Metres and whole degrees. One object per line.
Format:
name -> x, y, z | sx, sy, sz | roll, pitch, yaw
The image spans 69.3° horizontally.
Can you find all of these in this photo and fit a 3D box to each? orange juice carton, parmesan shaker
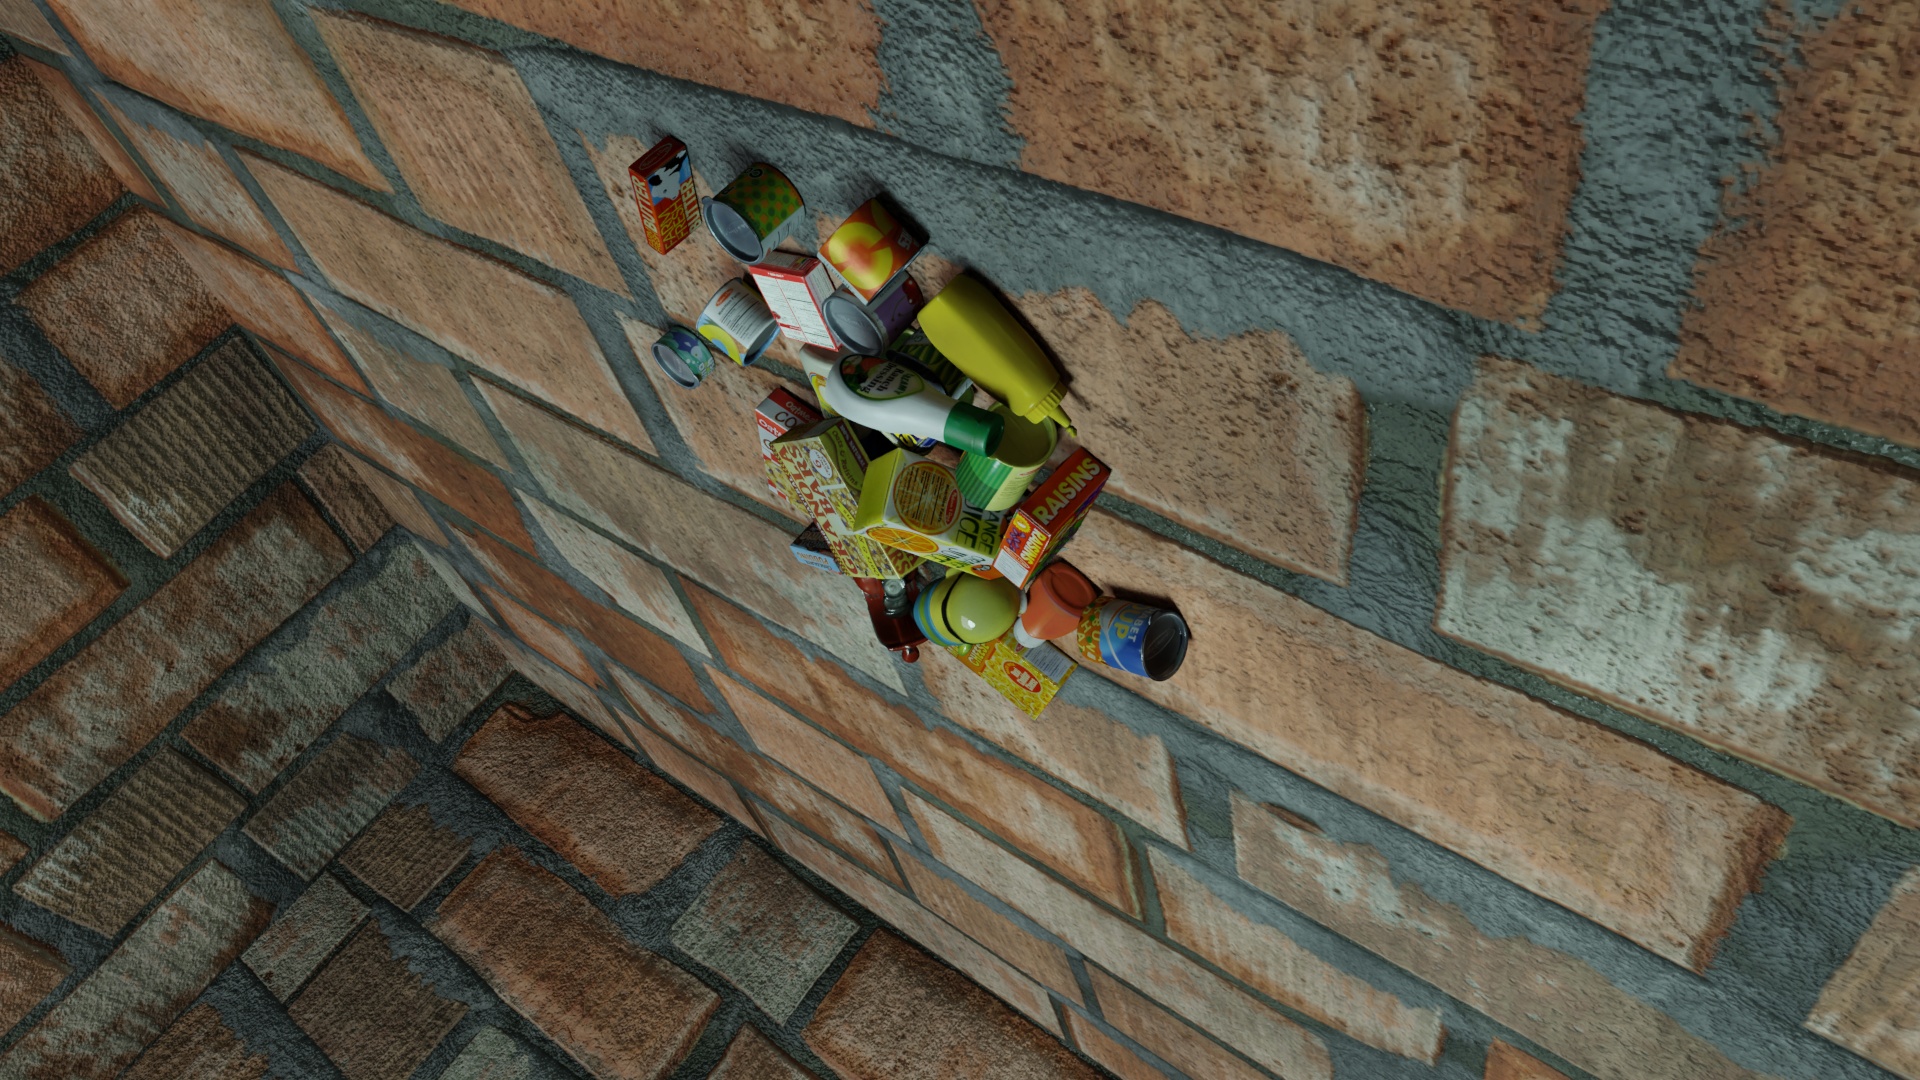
orange juice carton -> 0.005, -0.016, 1.297 | 0.193, 0.073, 0.071 | 20, 163, -23
parmesan shaker -> 0.035, -0.073, 1.206 | 0.071, 0.071, 0.102 | 40, 156, 3

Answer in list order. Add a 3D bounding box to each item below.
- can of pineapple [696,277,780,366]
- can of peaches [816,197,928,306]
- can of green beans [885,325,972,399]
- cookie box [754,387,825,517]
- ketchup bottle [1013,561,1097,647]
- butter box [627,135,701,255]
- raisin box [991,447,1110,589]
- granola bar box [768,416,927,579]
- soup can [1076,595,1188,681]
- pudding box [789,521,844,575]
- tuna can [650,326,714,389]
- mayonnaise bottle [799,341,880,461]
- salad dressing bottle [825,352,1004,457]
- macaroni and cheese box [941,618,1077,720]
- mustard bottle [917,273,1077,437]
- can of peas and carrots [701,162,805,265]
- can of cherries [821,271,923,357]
can of pineapple -> -0.211, -0.210, 1.340 | 0.058, 0.071, 0.070 | 39, 156, 3
can of peaches -> -0.070, -0.231, 1.104 | 0.058, 0.071, 0.071 | 44, 155, -7
can of green beans -> -0.018, -0.150, 1.169 | 0.071, 0.058, 0.071 | 32, 154, 18
cookie box -> -0.158, -0.080, 1.514 | 0.123, 0.040, 0.166 | 33, 156, 15
ketchup bottle -> 0.089, 0.072, 1.406 | 0.065, 0.044, 0.148 | 45, 156, 5
butter box -> -0.268, -0.312, 1.264 | 0.024, 0.053, 0.103 | 35, 155, 17
raisin box -> 0.078, -0.018, 1.218 | 0.040, 0.086, 0.123 | 42, 156, 9
granola bar box -> -0.115, -0.039, 1.387 | 0.124, 0.039, 0.165 | 0, 123, 60
soup can -> 0.160, 0.088, 1.305 | 0.084, 0.071, 0.071 | 13, 143, 47
pudding box -> -0.157, 0.009, 1.648 | 0.084, 0.050, 0.030 | 16, 144, 43
tuna can -> -0.303, -0.200, 1.529 | 0.071, 0.033, 0.070 | 32, 155, 18
mayonnaise bottle -> -0.110, -0.134, 1.351 | 0.065, 0.041, 0.147 | 25, 151, 28
salad dressing bottle -> -0.037, -0.108, 1.125 | 0.148, 0.064, 0.043 | 22, 136, 19
macaroni and cheese box -> 0.042, 0.121, 1.561 | 0.166, 0.040, 0.123 | 37, 155, 7
mustard bottle -> 0.038, -0.141, 1.115 | 0.160, 0.049, 0.065 | 44, 156, -9
can of peas and carrots -> -0.177, -0.279, 1.180 | 0.071, 0.059, 0.070 | 32, 154, 18
can of cherries -> -0.073, -0.195, 1.174 | 0.071, 0.058, 0.071 | 31, 154, 18
